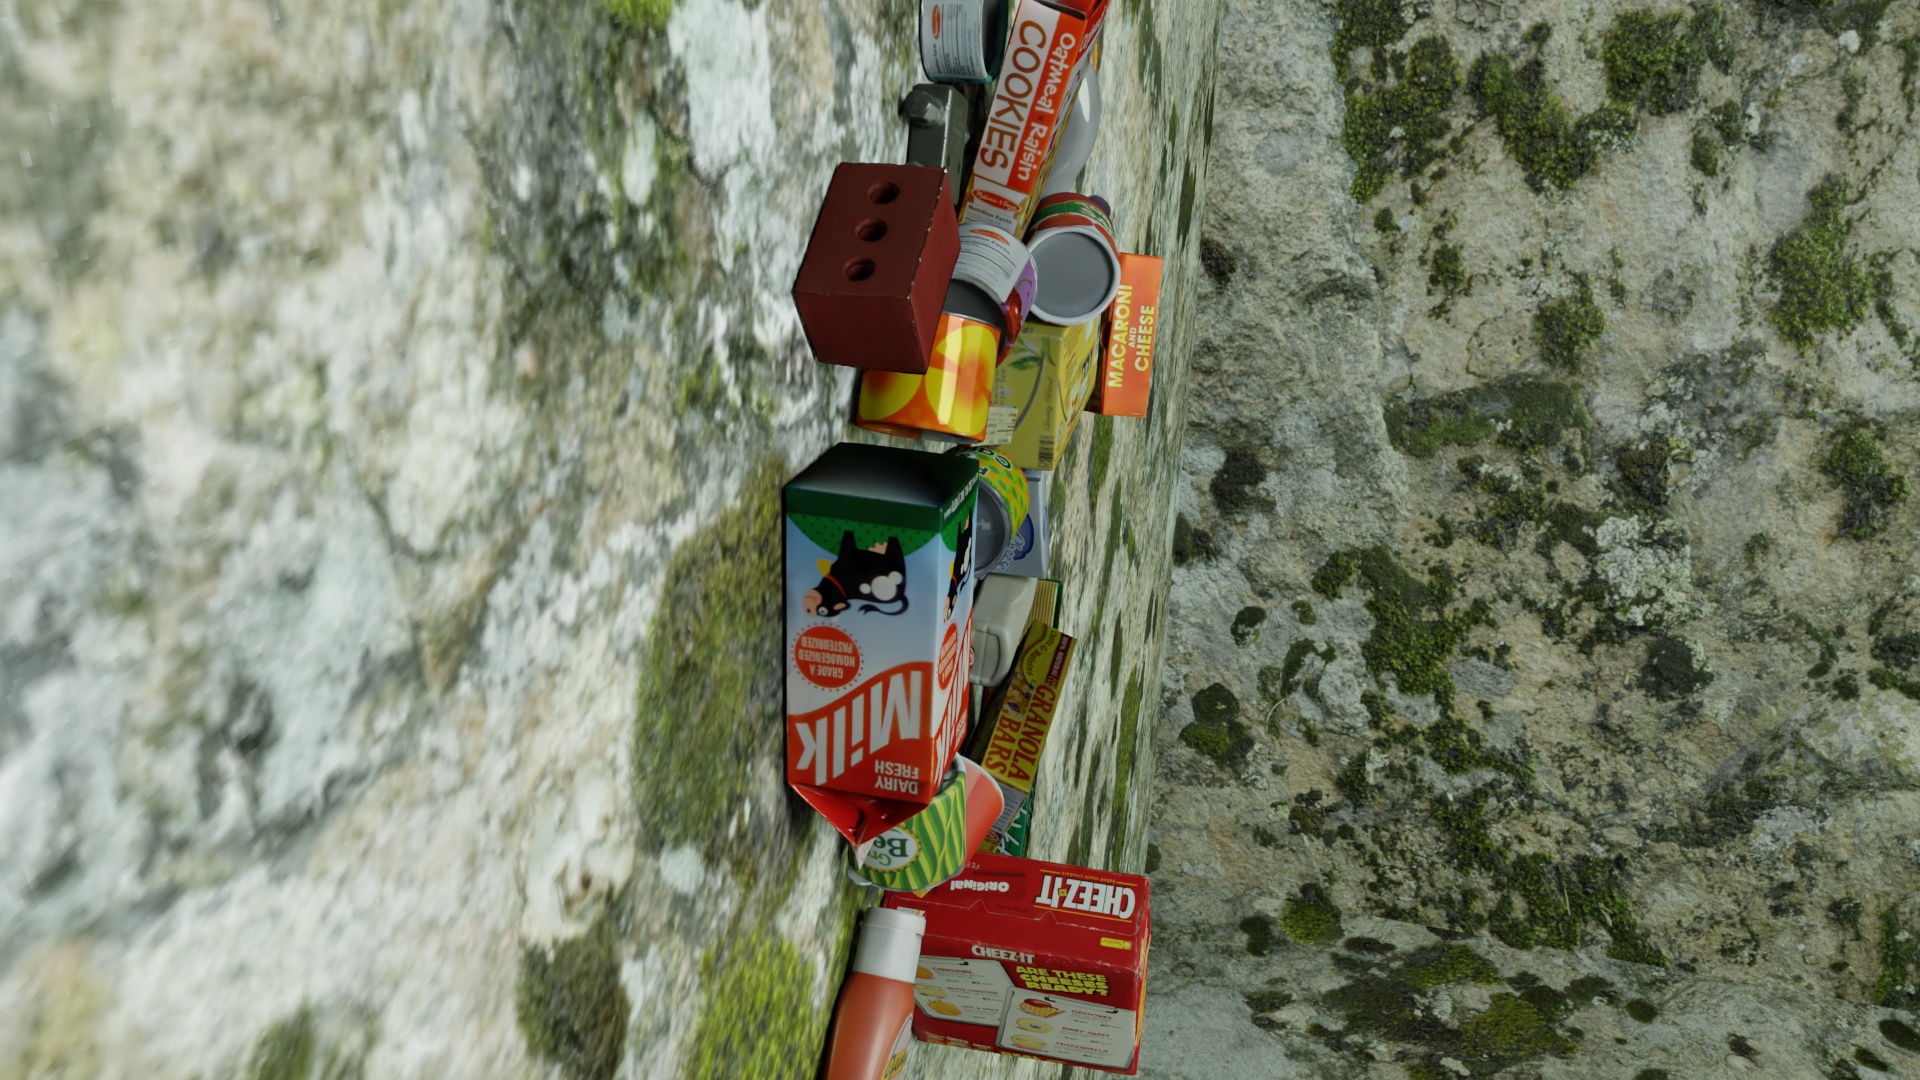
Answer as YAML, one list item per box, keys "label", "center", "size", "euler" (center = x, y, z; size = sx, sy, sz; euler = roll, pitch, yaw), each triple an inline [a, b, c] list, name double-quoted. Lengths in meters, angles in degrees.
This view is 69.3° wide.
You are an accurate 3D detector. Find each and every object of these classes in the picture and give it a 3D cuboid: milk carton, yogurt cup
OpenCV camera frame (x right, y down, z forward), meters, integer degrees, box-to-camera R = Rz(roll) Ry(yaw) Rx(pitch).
- label: "milk carton"
  center: [-0.037, 0.057, 0.658]
  size: [0.072, 0.073, 0.189]
  euler: [-55, 150, -65]
- label: "yogurt cup"
  center: [-0.013, 0.171, 0.856]
  size: [0.054, 0.072, 0.072]
  euler: [-60, 155, -42]

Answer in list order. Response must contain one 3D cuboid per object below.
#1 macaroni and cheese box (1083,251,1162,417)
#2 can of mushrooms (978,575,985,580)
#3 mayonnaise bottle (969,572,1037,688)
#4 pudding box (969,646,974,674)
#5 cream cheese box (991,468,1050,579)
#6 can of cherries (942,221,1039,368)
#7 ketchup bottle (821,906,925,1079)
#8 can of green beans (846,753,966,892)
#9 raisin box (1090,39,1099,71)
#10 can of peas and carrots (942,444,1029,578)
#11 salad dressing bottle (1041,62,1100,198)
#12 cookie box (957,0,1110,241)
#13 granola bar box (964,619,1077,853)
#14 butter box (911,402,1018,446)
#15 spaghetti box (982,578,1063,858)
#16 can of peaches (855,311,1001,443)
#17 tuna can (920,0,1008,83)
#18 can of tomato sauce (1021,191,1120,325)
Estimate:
- label: "macaroni and cheese box"
  center: [0.110, -0.165, 1.117]
  size: [0.166, 0.040, 0.123]
  euler: [-144, -121, -75]
- label: "can of mushrooms"
  center: [0.003, -0.011, 0.892]
  size: [0.071, 0.033, 0.071]
  euler: [5, 92, -77]
- label: "mayonnaise bottle"
  center: [0.033, 0.044, 1.041]
  size: [0.149, 0.041, 0.064]
  euler: [-66, 166, -56]
- label: "pudding box"
  center: [-0.015, 0.084, 0.873]
  size: [0.083, 0.030, 0.050]
  euler: [52, 46, -73]
- label: "cream cheese box"
  center: [0.034, -0.016, 0.982]
  size: [0.103, 0.053, 0.024]
  euler: [84, 16, -46]
- label: "can of cherries"
  center: [0.004, -0.128, 0.756]
  size: [0.059, 0.071, 0.071]
  euler: [-68, 161, -49]
- label: "ketchup bottle"
  center: [-0.052, 0.287, 0.790]
  size: [0.064, 0.043, 0.149]
  euler: [67, 32, -66]
- label: "can of green beans"
  center: [-0.030, 0.148, 0.760]
  size: [0.071, 0.071, 0.057]
  euler: [-61, 154, -59]
- label: "raisin box"
  center: [0.071, -0.326, 1.003]
  size: [0.124, 0.040, 0.085]
  euler: [-65, 158, -56]
- label: "can of peas and carrots"
  center: [0.003, -0.020, 0.813]
  size: [0.059, 0.071, 0.070]
  euler: [-57, 151, -65]
- label: "salad dressing bottle"
  center: [0.058, -0.255, 0.946]
  size: [0.044, 0.064, 0.146]
  euler: [-43, 151, -43]
- label: "cookie box"
  center: [0.044, -0.252, 0.811]
  size: [0.123, 0.040, 0.166]
  euler: [-68, 179, -49]
- label: "granola bar box"
  center: [0.029, 0.153, 0.997]
  size: [0.166, 0.039, 0.123]
  euler: [-65, 180, -53]
- label: "butter box"
  center: [-0.004, -0.069, 0.781]
  size: [0.103, 0.053, 0.024]
  euler: [-19, 118, -75]
- label: "spaghetti box"
  center: [0.041, 0.153, 1.116]
  size: [0.028, 0.050, 0.250]
  euler: [13, 84, -76]
- label: "can of peaches"
  center: [-0.018, -0.081, 0.690]
  size: [0.071, 0.071, 0.058]
  euler: [11, 87, -77]
- label: "tuna can"
  center: [0.003, -0.280, 0.742]
  size: [0.071, 0.033, 0.071]
  euler: [6, 92, -77]
- label: "can of tomato sauce"
  center: [0.070, -0.183, 0.897]
  size: [0.083, 0.071, 0.070]
  euler: [-84, 176, -63]
